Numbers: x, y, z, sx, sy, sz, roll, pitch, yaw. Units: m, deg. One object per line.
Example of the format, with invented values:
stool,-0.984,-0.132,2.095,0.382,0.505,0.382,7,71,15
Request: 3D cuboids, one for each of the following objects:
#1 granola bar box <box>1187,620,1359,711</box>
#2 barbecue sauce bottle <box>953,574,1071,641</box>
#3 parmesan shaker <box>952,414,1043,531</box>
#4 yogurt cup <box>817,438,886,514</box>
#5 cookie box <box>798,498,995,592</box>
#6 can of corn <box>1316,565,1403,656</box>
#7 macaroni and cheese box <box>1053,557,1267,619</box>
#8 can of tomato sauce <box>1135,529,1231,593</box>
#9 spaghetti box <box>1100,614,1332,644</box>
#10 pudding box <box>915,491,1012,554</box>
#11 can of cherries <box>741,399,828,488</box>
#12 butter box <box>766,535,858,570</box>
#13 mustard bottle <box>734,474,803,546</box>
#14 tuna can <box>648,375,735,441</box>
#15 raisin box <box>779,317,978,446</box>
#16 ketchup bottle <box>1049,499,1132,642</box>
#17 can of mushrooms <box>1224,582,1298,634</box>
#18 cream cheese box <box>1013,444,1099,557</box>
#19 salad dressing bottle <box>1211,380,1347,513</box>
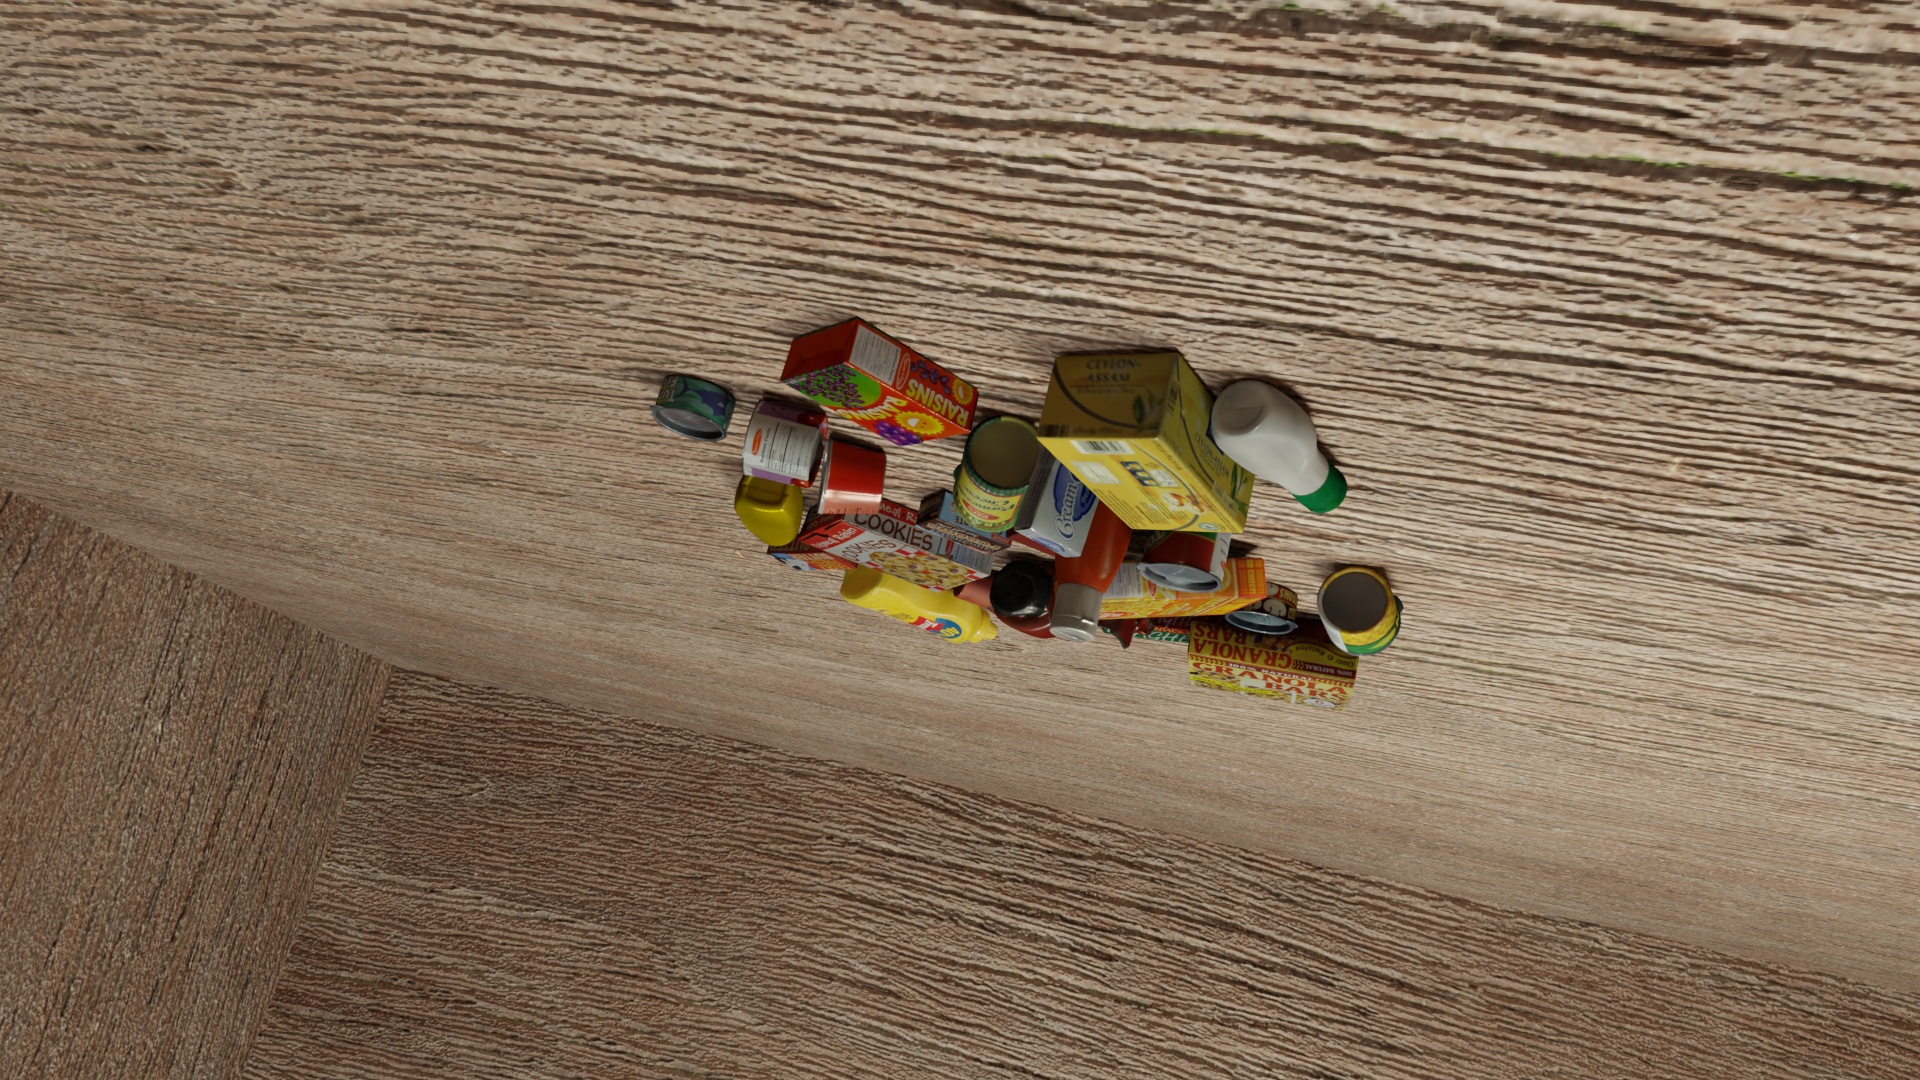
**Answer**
granola bar box,0.317,0.131,1.421,0.165,0.039,0.124,9,162,14
barbecue sauce bottle,0.066,0.068,1.517,0.148,0.044,0.064,21,163,-19
parmesan shaker,0.028,-0.055,1.124,0.071,0.071,0.102,14,162,0
yogurt cup,-0.096,-0.054,1.231,0.054,0.072,0.072,8,163,-8
cookie box,-0.066,0.003,1.420,0.167,0.040,0.122,21,162,-22
can of corn,0.356,0.061,1.232,0.071,0.071,0.058,5,160,26
macaroni and cheese box,0.180,0.044,1.272,0.167,0.040,0.123,-2,170,-8
can of tomato sauce,0.183,-0.008,1.116,0.071,0.083,0.071,13,162,4
spaghetti box,0.261,0.091,1.461,0.250,0.029,0.050,6,160,25
pudding box,0.005,-0.017,1.322,0.084,0.030,0.049,22,162,-24
can of cherries,-0.148,-0.082,1.181,0.058,0.071,0.071,12,163,2
butter box,-0.165,0.014,1.562,0.103,0.024,0.053,-2,157,43
mustard bottle,-0.191,-0.027,1.414,0.065,0.049,0.159,14,164,1
tuna can,-0.231,-0.115,1.195,0.071,0.033,0.071,13,163,4
raisin box,-0.060,-0.116,1.045,0.123,0.040,0.086,26,158,-37
ketchup bottle,0.104,0.006,1.112,0.065,0.149,0.043,23,159,-26
can of mushrooms,0.294,0.065,1.345,0.071,0.033,0.071,13,162,4
cream cheese box,0.081,-0.045,1.048,0.053,0.104,0.024,27,165,-30
salad dressing bottle,0.229,-0.062,0.980,0.064,0.044,0.147,-3,157,37
